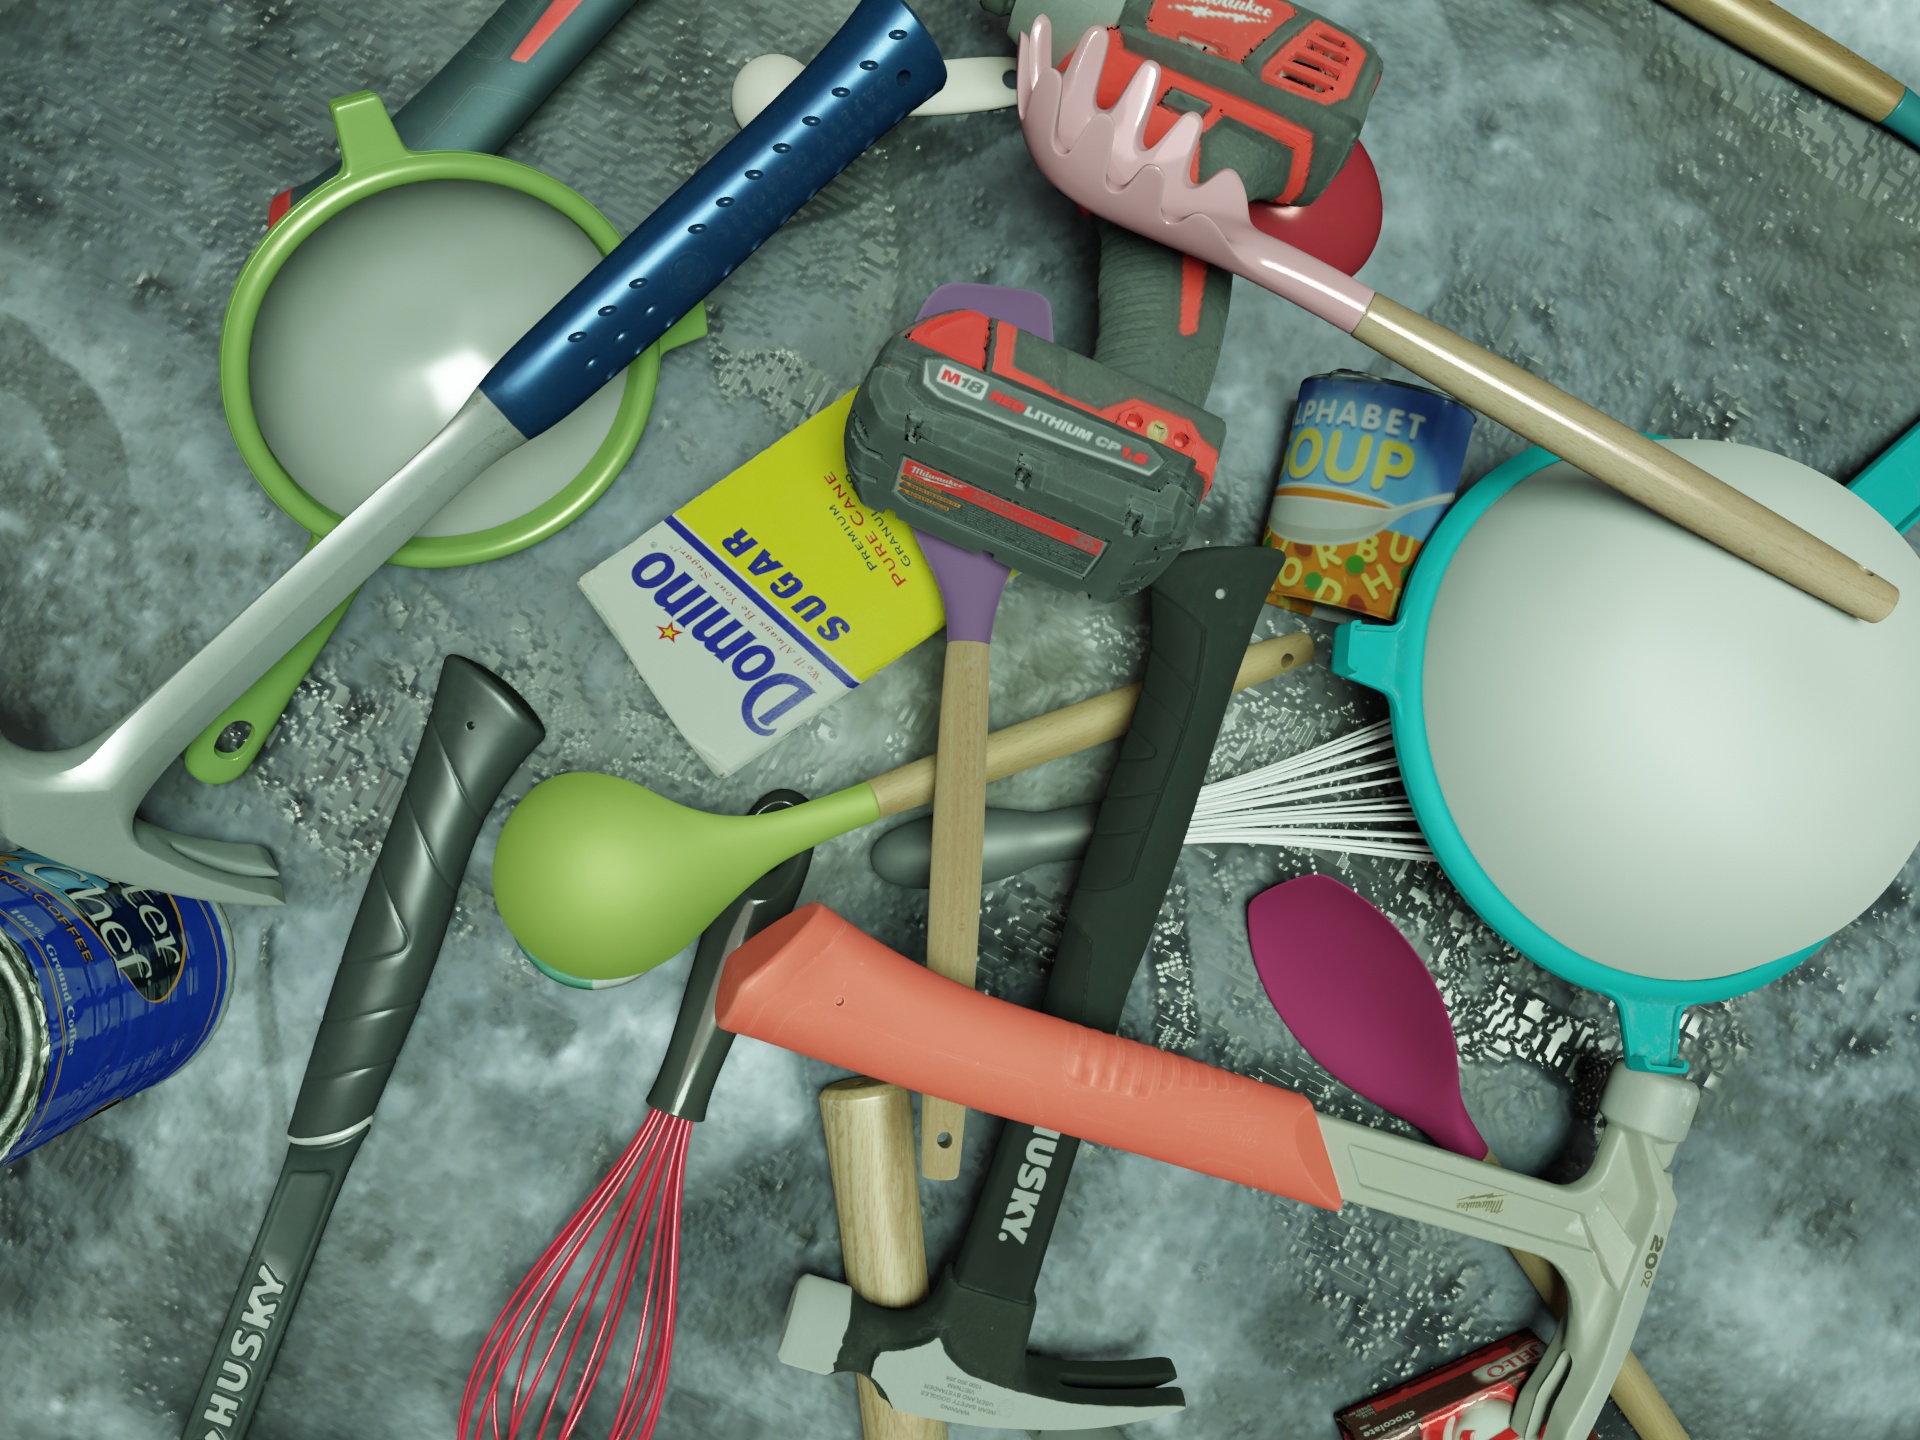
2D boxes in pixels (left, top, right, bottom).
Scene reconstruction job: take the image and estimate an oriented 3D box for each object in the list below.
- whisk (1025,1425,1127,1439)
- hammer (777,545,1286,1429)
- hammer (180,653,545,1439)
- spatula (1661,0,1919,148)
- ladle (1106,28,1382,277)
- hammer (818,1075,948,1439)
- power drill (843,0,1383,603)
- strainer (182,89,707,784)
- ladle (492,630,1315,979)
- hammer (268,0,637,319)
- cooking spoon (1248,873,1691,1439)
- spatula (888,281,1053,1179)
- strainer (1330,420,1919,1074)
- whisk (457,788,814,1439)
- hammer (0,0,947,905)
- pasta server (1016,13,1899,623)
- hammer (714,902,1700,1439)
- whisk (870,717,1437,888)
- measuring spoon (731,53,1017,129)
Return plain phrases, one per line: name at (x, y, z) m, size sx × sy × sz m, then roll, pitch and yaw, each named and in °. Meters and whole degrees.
whisk at (0.100, 0.341, 0.618) m, size 0.055 × 0.055 × 0.239 m, roll -42°, pitch 88°, yaw -1°
hammer at (0.052, 0.096, 0.571) m, size 0.146 × 0.035 × 0.335 m, roll 17°, pitch 95°, yaw -4°
hammer at (-0.250, 0.171, 0.601) m, size 0.149 × 0.036 × 0.409 m, roll 20°, pitch 90°, yaw -2°
spatula at (0.346, -0.257, 0.617) m, size 0.317 × 0.044 × 0.082 m, roll 28°, pitch 93°, yaw -2°
ladle at (0.037, -0.278, 0.611) m, size 0.315 × 0.031 × 0.069 m, roll 38°, pitch 85°, yaw -1°
hammer at (-0.020, 0.304, 0.616) m, size 0.130 × 0.031 × 0.331 m, roll -7°, pitch 91°, yaw -3°
power drill at (0.046, -0.165, 0.543) m, size 0.143 × 0.078 × 0.220 m, roll 23°, pitch 75°, yaw -3°
strainer at (-0.220, -0.093, 0.581) m, size 0.151 × 0.069 × 0.256 m, roll 24°, pitch 107°, yaw -45°
ladle at (-0.013, 0.017, 0.590) m, size 0.320 × 0.062 × 0.078 m, roll -19°, pitch 114°, yaw -17°
hammer at (-0.101, -0.286, 0.584) m, size 0.143 × 0.038 × 0.386 m, roll 44°, pitch 93°, yaw 0°
cooking spoon at (0.215, 0.192, 0.626) m, size 0.069 × 0.017 × 0.319 m, roll -31°, pitch 97°, yaw 40°
spatula at (-0.001, -0.002, 0.558) m, size 0.059 × 0.018 × 0.316 m, roll 3°, pitch 83°, yaw -7°
strainer at (0.310, -0.047, 0.557) m, size 0.340 × 0.095 × 0.211 m, roll -37°, pitch 92°, yaw -16°
whisk at (-0.115, 0.165, 0.598) m, size 0.073 × 0.073 × 0.296 m, roll 21°, pitch 84°, yaw -3°
hammer at (-0.161, -0.095, 0.546) m, size 0.405 × 0.035 × 0.143 m, roll -43°, pitch 137°, yaw -2°
pasta server at (0.151, -0.117, 0.486) m, size 0.316 × 0.060 × 0.040 m, roll 30°, pitch 130°, yaw 0°
hammer at (0.087, 0.147, 0.542) m, size 0.359 × 0.037 × 0.149 m, roll 20°, pitch 91°, yaw -16°
whisk at (0.106, 0.033, 0.607) m, size 0.284 × 0.070 × 0.070 m, roll -8°, pitch 92°, yaw 2°
measuring spoon at (-0.026, -0.244, 0.611) m, size 0.124 × 0.018 × 0.034 m, roll -6°, pitch 91°, yaw -3°
